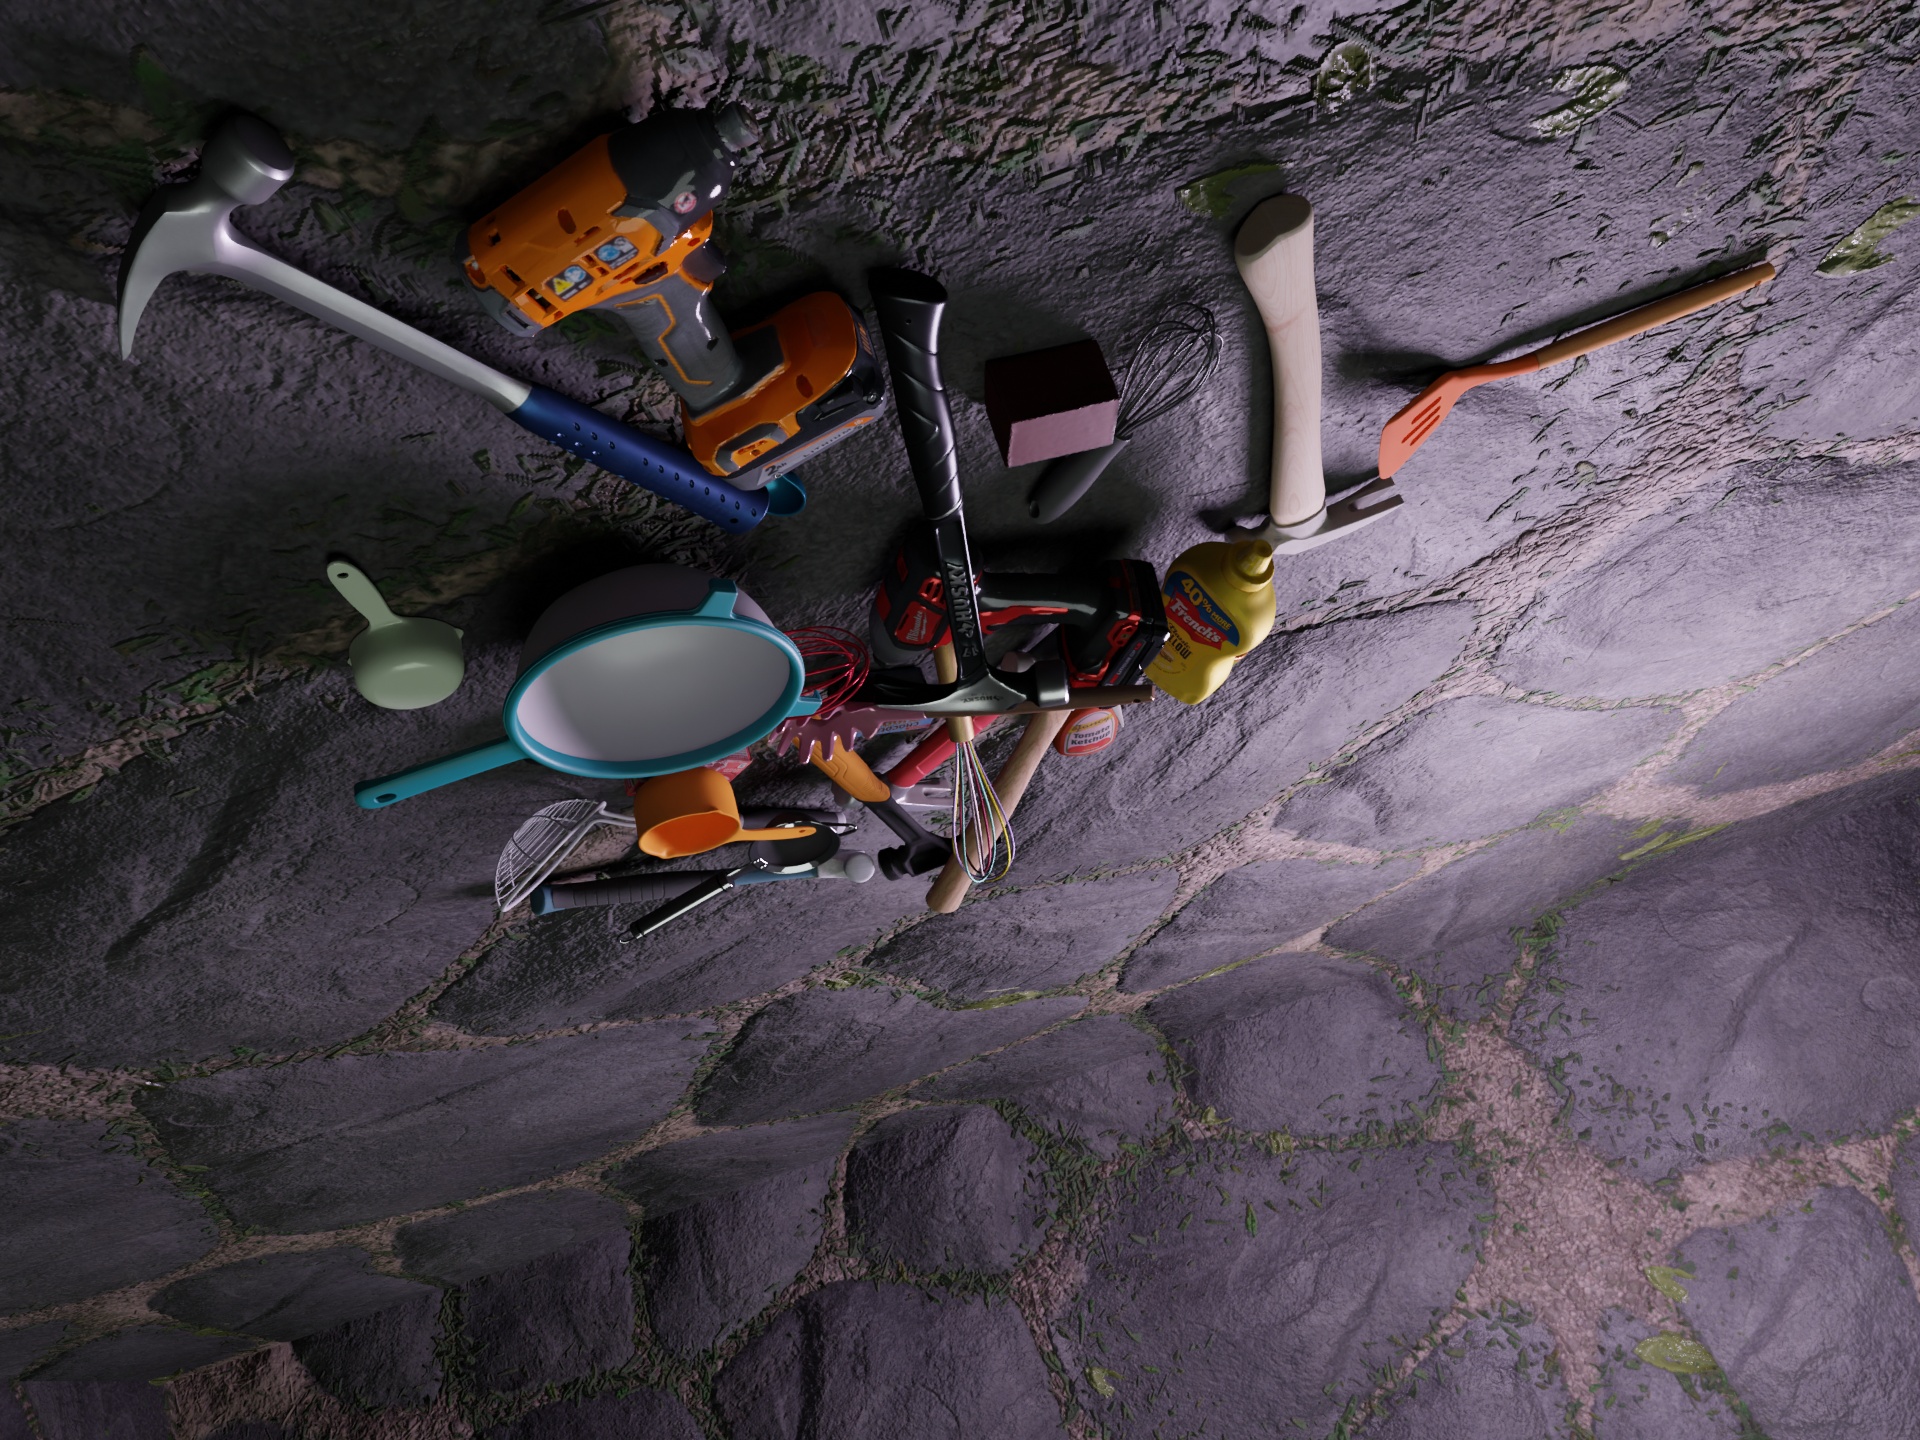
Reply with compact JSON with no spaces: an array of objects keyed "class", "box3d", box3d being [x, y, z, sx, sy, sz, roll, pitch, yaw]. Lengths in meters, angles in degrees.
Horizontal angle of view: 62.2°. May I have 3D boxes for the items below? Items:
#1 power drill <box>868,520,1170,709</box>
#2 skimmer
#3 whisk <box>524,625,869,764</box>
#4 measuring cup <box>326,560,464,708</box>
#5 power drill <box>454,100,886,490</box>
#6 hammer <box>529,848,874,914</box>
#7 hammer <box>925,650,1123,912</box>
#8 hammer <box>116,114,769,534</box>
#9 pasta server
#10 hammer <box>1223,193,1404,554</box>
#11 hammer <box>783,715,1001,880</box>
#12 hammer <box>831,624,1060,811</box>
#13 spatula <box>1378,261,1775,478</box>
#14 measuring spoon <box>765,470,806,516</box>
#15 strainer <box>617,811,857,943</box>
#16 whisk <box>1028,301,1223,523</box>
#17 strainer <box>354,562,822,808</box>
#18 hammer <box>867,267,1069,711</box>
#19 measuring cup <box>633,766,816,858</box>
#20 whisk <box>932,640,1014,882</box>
[{"class":"power drill","box3d":[0.039,-0.078,1.243,0.219,0.079,0.143,8,142,-21]},{"class":"skimmer","box3d":[-0.255,0.121,1.474,0.363,0.090,0.127,3,146,-38]},{"class":"whisk","box3d":[-0.214,-0.013,1.266,0.296,0.073,0.073,-15,156,7]},{"class":"measuring cup","box3d":[-0.390,-0.055,1.078,0.083,0.038,0.167,-16,157,-4]},{"class":"power drill","box3d":[-0.132,-0.227,0.851,0.164,0.084,0.226,-27,150,18]},{"class":"hammer","box3d":[-0.258,0.159,1.579,0.331,0.033,0.128,-5,180,-13]},{"class":"hammer","box3d":[0.044,0.064,1.447,0.130,0.031,0.331,4,134,-26]},{"class":"hammer","box3d":[-0.261,-0.183,0.890,0.144,0.035,0.405,-31,151,25]},{"class":"pasta server","box3d":[-0.002,-0.004,1.269,0.316,0.040,0.060,-4,149,17]},{"class":"hammer","box3d":[0.251,-0.234,1.144,0.146,0.038,0.410,-22,155,4]},{"class":"hammer","box3d":[-0.084,0.054,1.439,0.127,0.034,0.336,-20,144,17]},{"class":"hammer","box3d":[0.043,-0.019,1.448,0.143,0.038,0.386,4,147,-42]},{"class":"spatula","box3d":[0.460,-0.273,1.199,0.322,0.041,0.081,-21,154,4]},{"class":"measuring spoon","box3d":[-0.125,-0.181,1.028,0.042,0.021,0.128,6,147,7]},{"class":"strainer","box3d":[-0.213,0.143,1.484,0.258,0.050,0.086,-30,141,8]},{"class":"whisk","box3d":[0.108,-0.205,1.103,0.055,0.055,0.239,-2,156,-30]},{"class":"strainer","box3d":[-0.283,-0.028,1.145,0.340,0.095,0.210,-19,153,7]},{"class":"hammer","box3d":[-0.014,-0.134,1.077,0.149,0.036,0.408,-6,142,4]},{"class":"measuring cup","box3d":[-0.204,0.078,1.391,0.173,0.052,0.095,3,150,-40]},{"class":"whisk","box3d":[0.001,0.035,1.370,0.051,0.244,0.047,-29,-150,-36]}]
